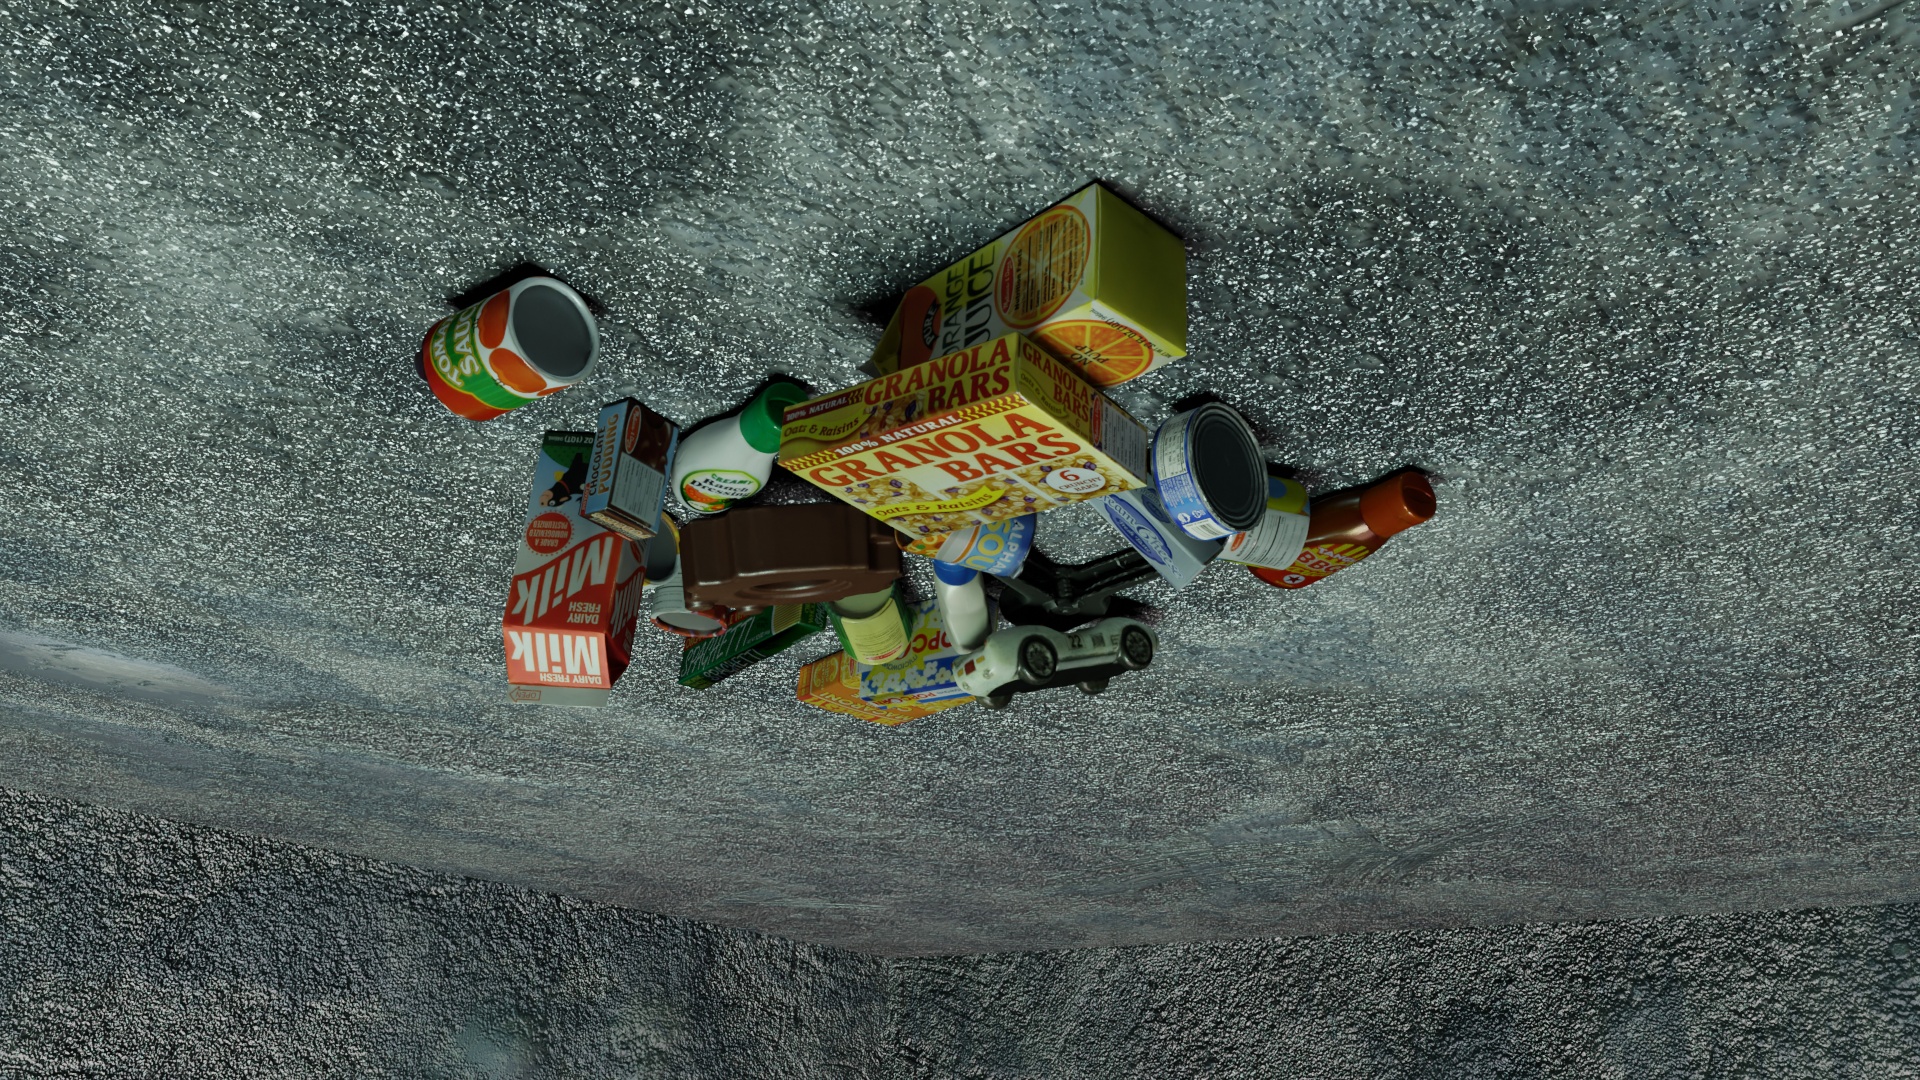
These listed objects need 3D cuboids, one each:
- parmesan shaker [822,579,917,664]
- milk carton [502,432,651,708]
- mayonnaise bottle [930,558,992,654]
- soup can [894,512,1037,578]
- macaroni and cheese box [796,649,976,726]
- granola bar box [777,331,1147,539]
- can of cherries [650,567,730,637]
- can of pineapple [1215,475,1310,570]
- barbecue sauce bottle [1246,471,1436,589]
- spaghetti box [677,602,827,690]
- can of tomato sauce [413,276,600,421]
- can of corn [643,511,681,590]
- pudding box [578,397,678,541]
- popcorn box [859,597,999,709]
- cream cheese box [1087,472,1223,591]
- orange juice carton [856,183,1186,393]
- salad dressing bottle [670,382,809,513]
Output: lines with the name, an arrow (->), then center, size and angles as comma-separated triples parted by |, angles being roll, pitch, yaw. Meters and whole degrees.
parmesan shaker -> -0.076, 0.056, 1.178 | 0.071, 0.071, 0.102 | 1, 155, 6
milk carton -> -0.266, 0.025, 0.974 | 0.072, 0.191, 0.073 | 3, 156, 2
mayonnaise bottle -> 0.000, 0.037, 1.129 | 0.041, 0.065, 0.147 | -14, 152, -3
soup can -> 0.004, -0.013, 1.000 | 0.084, 0.071, 0.071 | 15, 154, -23
macaroni and cheese box -> -0.070, 0.143, 1.401 | 0.124, 0.040, 0.166 | 21, 151, -32
granola bar box -> 0.001, -0.053, 0.765 | 0.165, 0.039, 0.124 | -13, 152, 36
can of cherries -> -0.224, 0.046, 1.181 | 0.071, 0.058, 0.071 | 3, 156, 2
can of pineapple -> 0.203, -0.016, 0.973 | 0.058, 0.071, 0.070 | 10, 155, -15
barbecue sauce bottle -> 0.276, -0.007, 1.007 | 0.065, 0.044, 0.148 | 17, 153, -25
spaghetti box -> -0.195, 0.088, 1.283 | 0.028, 0.050, 0.249 | 21, 151, -30
can of tomato sauce -> -0.266, -0.113, 0.817 | 0.083, 0.071, 0.071 | -15, 150, 34
can of corn -> -0.263, 0.007, 1.093 | 0.058, 0.071, 0.071 | -15, 150, 35
pudding box -> -0.223, -0.047, 0.939 | 0.030, 0.084, 0.049 | -10, 153, 33
popcorn box -> -0.028, 0.099, 1.240 | 0.126, 0.085, 0.038 | -13, 150, 34
cream cheese box -> 0.130, -0.015, 0.959 | 0.104, 0.024, 0.053 | 46, 157, 9
orange juice carton -> 0.028, -0.113, 0.766 | 0.072, 0.073, 0.192 | 23, 150, -37
salad dressing bottle -> -0.149, -0.062, 0.942 | 0.064, 0.044, 0.147 | 14, 154, -29
